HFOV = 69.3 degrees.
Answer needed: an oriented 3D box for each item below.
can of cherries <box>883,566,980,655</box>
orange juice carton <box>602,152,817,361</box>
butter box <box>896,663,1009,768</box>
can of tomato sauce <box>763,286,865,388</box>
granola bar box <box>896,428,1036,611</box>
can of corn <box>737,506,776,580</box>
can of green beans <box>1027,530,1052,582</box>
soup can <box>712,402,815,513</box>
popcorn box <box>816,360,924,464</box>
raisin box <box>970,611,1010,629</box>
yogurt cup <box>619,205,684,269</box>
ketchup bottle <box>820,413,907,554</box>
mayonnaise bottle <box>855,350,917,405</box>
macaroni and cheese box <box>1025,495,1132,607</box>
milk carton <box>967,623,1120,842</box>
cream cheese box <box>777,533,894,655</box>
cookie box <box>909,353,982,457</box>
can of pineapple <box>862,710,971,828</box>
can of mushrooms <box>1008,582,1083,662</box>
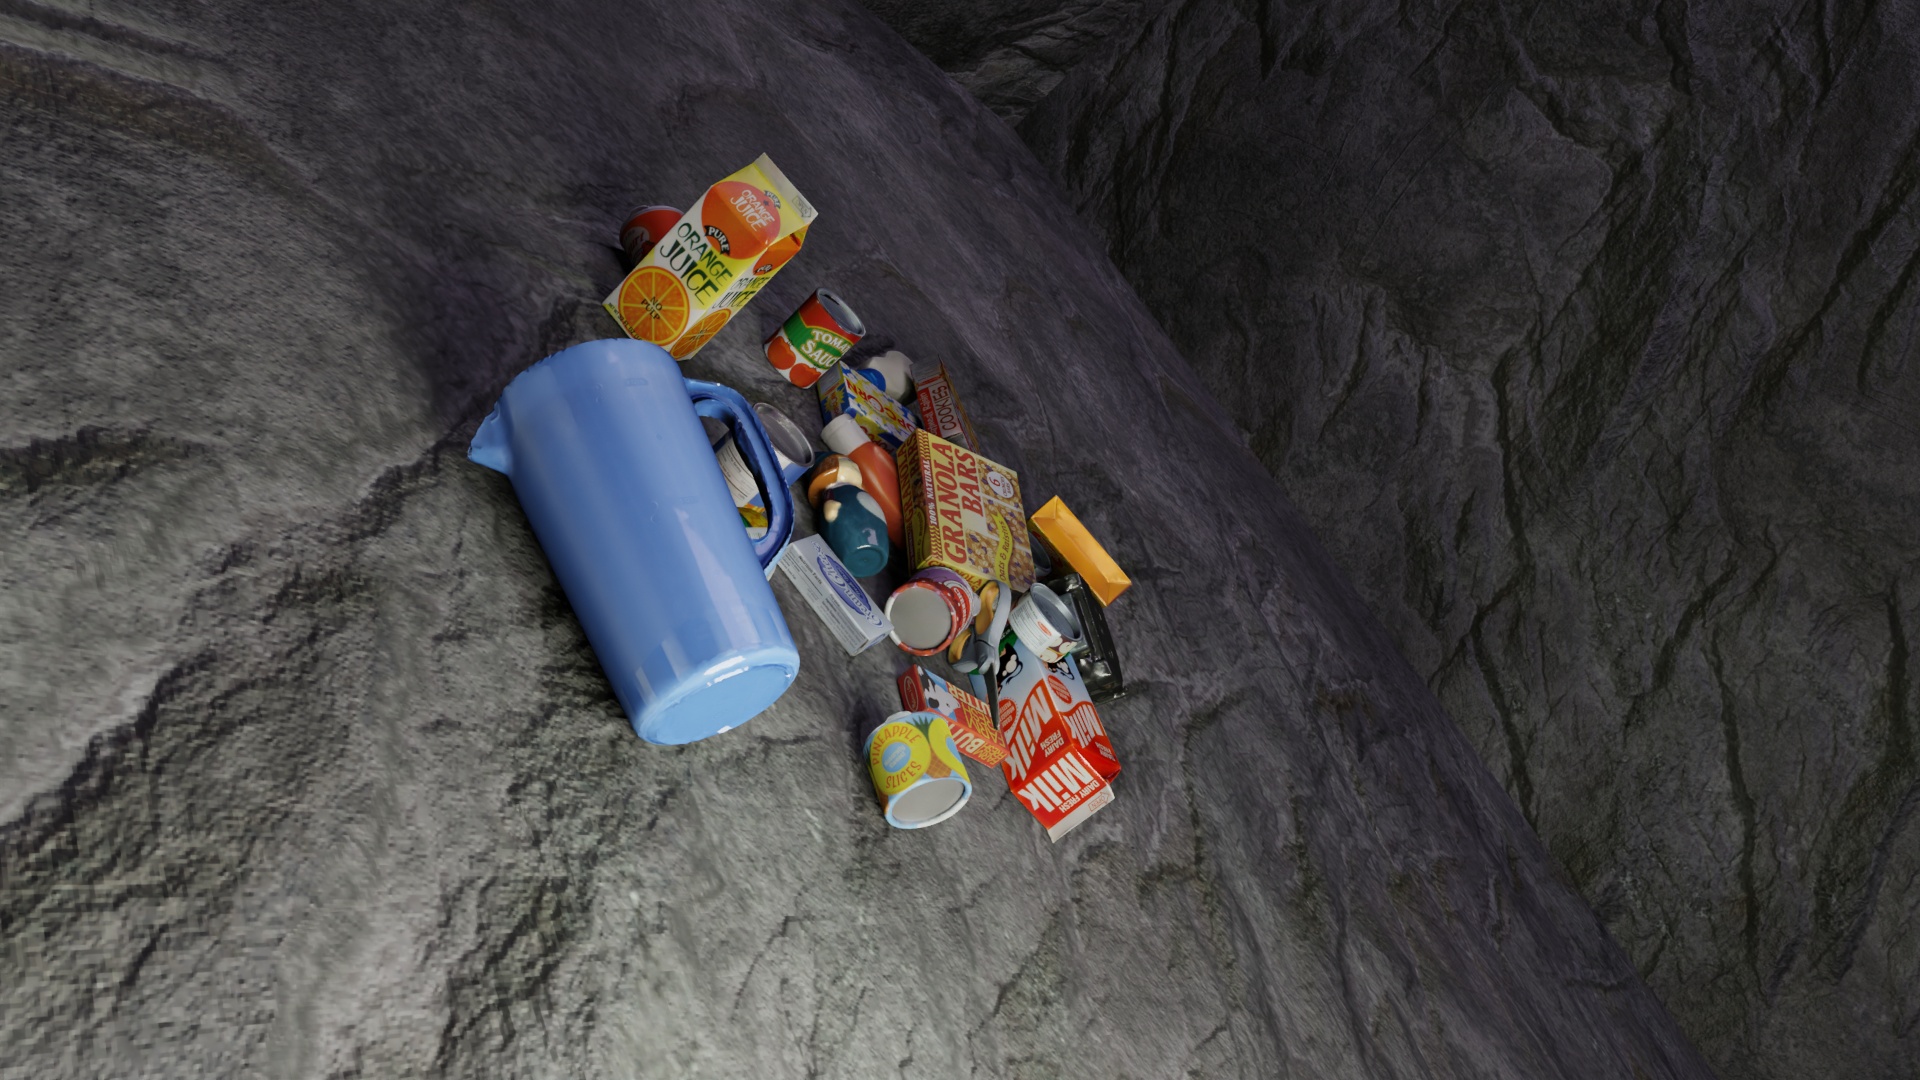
[{"bbox_3d":[-0.024,0.060,1.201,0.071,0.071,0.058,49,20,2],"label":"can of cherries"},{"bbox_3d":[-0.210,-0.241,1.192,0.072,0.192,0.073,50,20,2],"label":"orange juice carton"},{"bbox_3d":[-0.005,0.146,1.151,0.103,0.024,0.053,34,24,-35],"label":"butter box"},{"bbox_3d":[-0.149,-0.204,1.411,0.071,0.083,0.071,41,21,-20],"label":"can of tomato sauce"},{"bbox_3d":[0.005,-0.016,1.312,0.124,0.039,0.166,22,40,-29],"label":"granola bar box"},{"bbox_3d":[-0.175,0.007,0.997,0.071,0.071,0.058,54,20,15],"label":"can of corn"},{"bbox_3d":[0.053,0.024,1.446,0.071,0.057,0.071,41,21,-19],"label":"can of green beans"},{"bbox_3d":[-0.167,-0.058,1.105,0.071,0.083,0.072,42,21,-20],"label":"soup can"},{"bbox_3d":[-0.088,-0.122,1.450,0.126,0.038,0.085,34,26,-35],"label":"popcorn box"},{"bbox_3d":[0.020,0.056,1.346,0.123,0.040,0.086,41,22,-19],"label":"raisin box"},{"bbox_3d":[-0.279,-0.269,1.294,0.072,0.072,0.054,20,42,-53],"label":"yogurt cup"},{"bbox_3d":[-0.078,-0.057,1.345,0.149,0.043,0.065,52,26,10],"label":"ketchup bottle"},{"bbox_3d":[-0.087,-0.177,1.553,0.065,0.041,0.148,53,21,2],"label":"mayonnaise bottle"},{"bbox_3d":[0.117,0.019,1.514,0.124,0.040,0.166,50,-8,2],"label":"macaroni and cheese box"},{"bbox_3d":[0.076,0.167,1.210,0.073,0.072,0.191,31,26,-39],"label":"milk carton"},{"bbox_3d":[-0.103,0.044,1.137,0.104,0.024,0.053,50,21,6],"label":"cream cheese box"},{"bbox_3d":[-0.008,-0.112,1.535,0.168,0.040,0.122,-105,171,-52],"label":"cookie box"},{"bbox_3d":[-0.032,0.165,0.998,0.071,0.071,0.058,28,29,-45],"label":"can of pineapple"},{"bbox_3d":[0.076,0.073,1.228,0.071,0.033,0.071,40,21,-18],"label":"can of mushrooms"}]
